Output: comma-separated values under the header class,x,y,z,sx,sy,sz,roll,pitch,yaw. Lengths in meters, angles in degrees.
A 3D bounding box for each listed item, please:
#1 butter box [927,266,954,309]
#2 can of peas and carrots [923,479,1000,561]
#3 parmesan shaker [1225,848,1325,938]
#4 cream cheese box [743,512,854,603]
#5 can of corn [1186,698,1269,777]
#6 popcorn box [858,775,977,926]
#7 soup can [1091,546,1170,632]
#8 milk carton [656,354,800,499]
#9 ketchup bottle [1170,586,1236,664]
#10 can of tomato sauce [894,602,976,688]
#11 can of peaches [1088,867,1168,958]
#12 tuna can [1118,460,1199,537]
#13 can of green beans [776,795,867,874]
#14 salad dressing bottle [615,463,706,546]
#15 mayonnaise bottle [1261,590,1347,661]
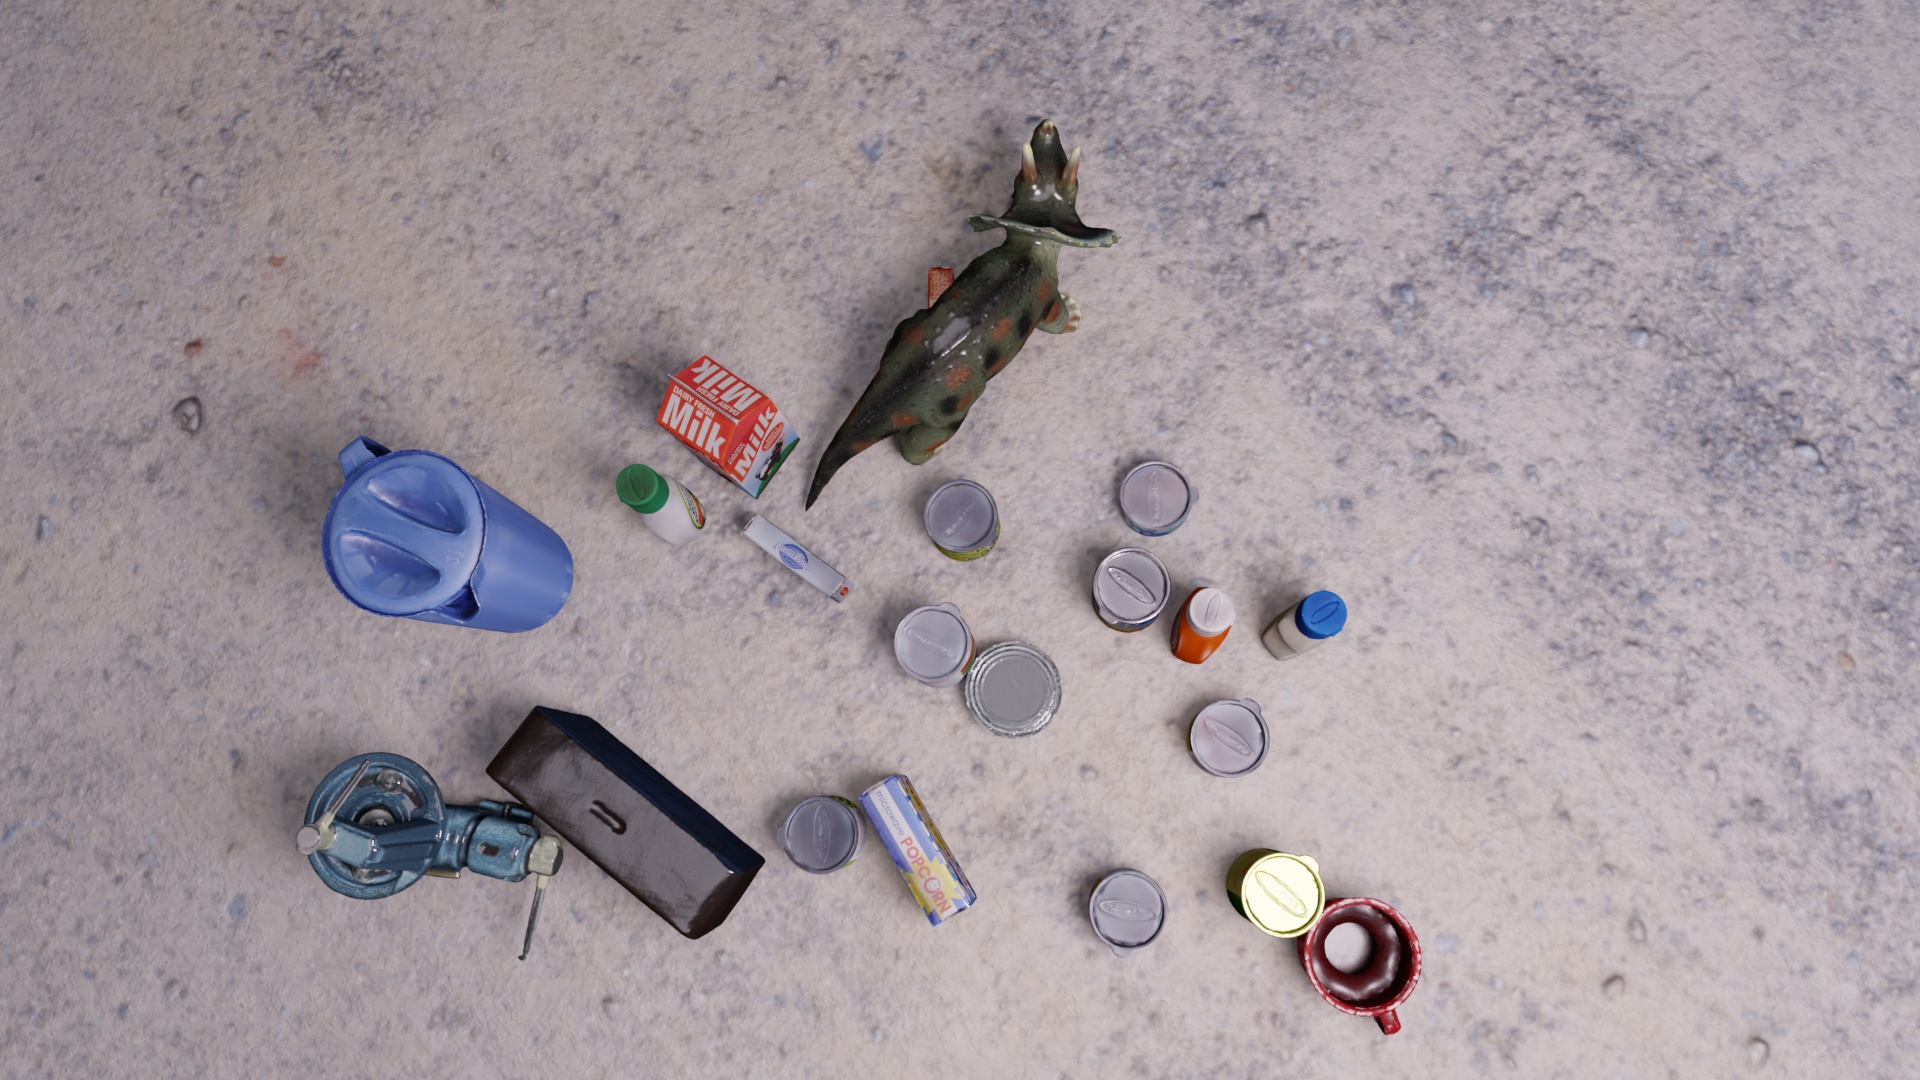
class,x,y,z,sx,sy,sz,roll,pitch,yaw
butter box,-0.017,-0.197,1.294,0.024,0.053,0.103,-1,79,4
can of peas and carrots,0.004,-0.016,1.255,0.071,0.058,0.071,-1,79,4
parmesan shaker,0.262,0.289,1.156,0.071,0.103,0.071,-1,80,4
cream cheese box,-0.146,0.017,1.262,0.104,0.053,0.024,35,84,9
can of corn,0.232,0.170,1.204,0.071,0.058,0.071,-1,79,4
popcorn box,-0.035,0.264,1.191,0.038,0.085,0.127,-31,79,-2
soup can,0.147,0.047,1.220,0.071,0.083,0.071,-1,80,4
milk carton,-0.205,-0.101,1.219,0.072,0.190,0.073,34,84,9
ketchup bottle,0.207,0.068,1.179,0.043,0.148,0.065,18,82,7
can of tomato sauce,-0.020,0.093,1.224,0.071,0.083,0.071,-1,80,4
can of peaches,0.141,0.316,1.183,0.071,0.058,0.071,-1,79,4
tuna can,0.179,-0.038,1.260,0.071,0.033,0.071,-1,79,4
can of green beans,-0.117,0.256,1.212,0.071,0.057,0.071,-1,79,4
salad dressing bottle,-0.266,-0.034,1.232,0.044,0.147,0.064,-26,79,-1
mayonnaise bottle,0.294,0.069,1.173,0.065,0.148,0.041,-35,79,-3
